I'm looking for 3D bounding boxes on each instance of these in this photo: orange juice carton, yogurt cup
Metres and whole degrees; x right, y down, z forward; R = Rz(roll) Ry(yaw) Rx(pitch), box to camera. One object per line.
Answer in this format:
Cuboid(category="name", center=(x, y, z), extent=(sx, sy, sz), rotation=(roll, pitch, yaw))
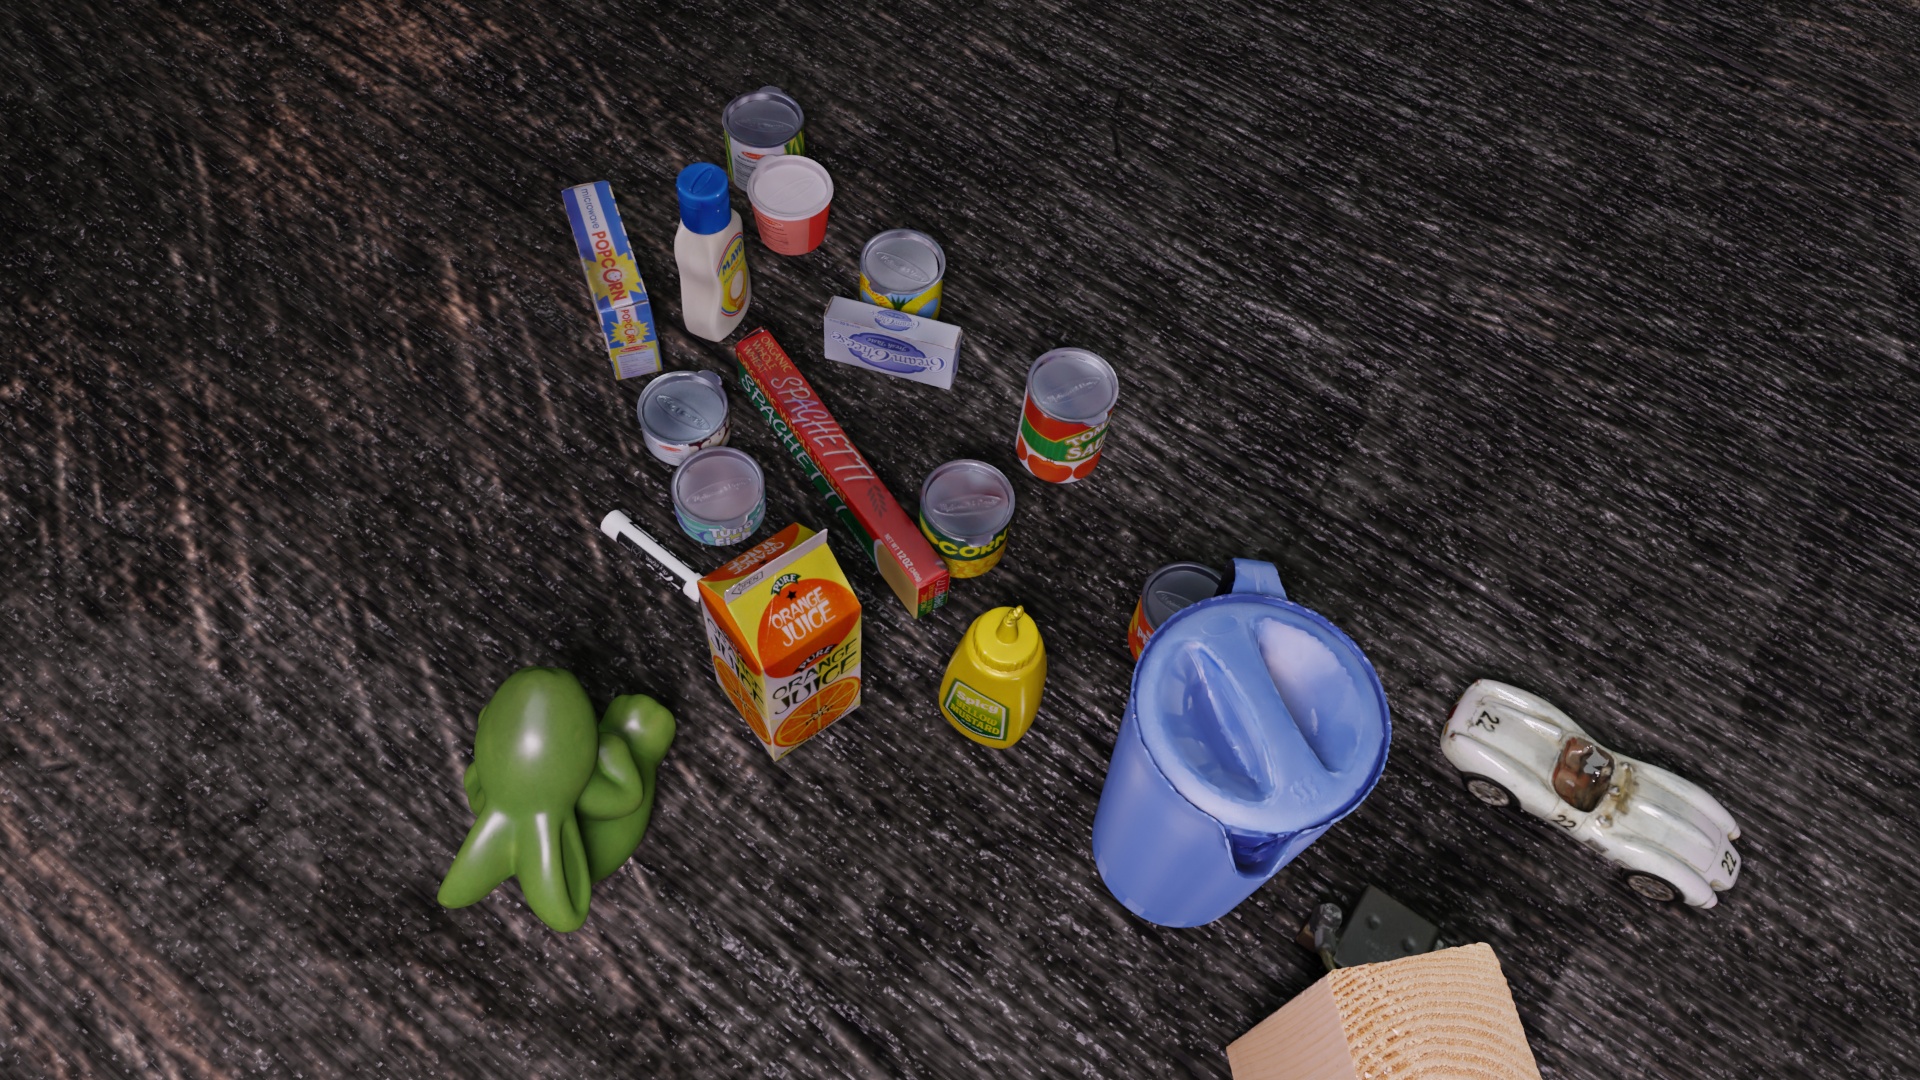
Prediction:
Cuboid(category="orange juice carton", center=(-0.109, 0.057, 0.858), extent=(0.072, 0.191, 0.073), rotation=(-32, 68, -20))
Cuboid(category="yogurt cup", center=(-0.137, -0.269, 1.125), extent=(0.072, 0.053, 0.073), rotation=(2, 60, -3))

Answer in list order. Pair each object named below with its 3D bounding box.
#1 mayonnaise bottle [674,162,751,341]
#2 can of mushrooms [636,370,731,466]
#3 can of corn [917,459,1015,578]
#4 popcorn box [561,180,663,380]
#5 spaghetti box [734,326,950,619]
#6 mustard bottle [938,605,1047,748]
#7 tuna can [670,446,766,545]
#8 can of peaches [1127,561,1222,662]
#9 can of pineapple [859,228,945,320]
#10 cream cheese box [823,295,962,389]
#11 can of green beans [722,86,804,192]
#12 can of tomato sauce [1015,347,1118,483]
Cuboid(category="mayonnaise bottle", center=(-0.186, -0.216, 1.036), extent=(0.041, 0.147, 0.065), rotation=(22, 61, 8))
Cuboid(category="can of mushrooms", center=(-0.202, -0.091, 1.028), extent=(0.071, 0.033, 0.071), rotation=(2, 60, -3))
Cuboid(category="can of corn", center=(0.004, -0.012, 0.985), extent=(0.071, 0.058, 0.071), rotation=(2, 60, -3))
Cuboid(category="popcorn box", center=(-0.264, -0.198, 1.055), extent=(0.038, 0.084, 0.127), rotation=(-16, 63, -13))
Cuboid(category="spaghetti box", center=(-0.089, -0.052, 1.005), extent=(0.029, 0.050, 0.250), rotation=(-30, 66, -19))
Cuboid(category="mustard bottle", center=(0.023, 0.080, 0.875), extent=(0.065, 0.159, 0.049), rotation=(27, 62, 11))
Cuboid(category="tuna can", center=(-0.172, -0.029, 0.995), extent=(0.071, 0.032, 0.071), rotation=(2, 60, -3))
Cuboid(category="can of peaches", center=(0.151, 0.058, 0.956), extent=(0.071, 0.057, 0.071), rotation=(2, 60, -3))
Cuboid(category="can of pineapple", center=(-0.048, -0.200, 1.090), extent=(0.071, 0.057, 0.071), rotation=(2, 60, -3))
Cuboid(category="cream cheese box", center=(-0.052, -0.151, 1.064), extent=(0.104, 0.053, 0.024), rotation=(15, 60, 4))
Cuboid(category="can of green beans", center=(-0.163, -0.330, 1.156), extent=(0.071, 0.057, 0.071), rotation=(2, 60, -3))
Cuboid(category="can of tomato sauce", center=(0.078, -0.089, 1.022), extent=(0.071, 0.082, 0.071), rotation=(2, 60, -3))
